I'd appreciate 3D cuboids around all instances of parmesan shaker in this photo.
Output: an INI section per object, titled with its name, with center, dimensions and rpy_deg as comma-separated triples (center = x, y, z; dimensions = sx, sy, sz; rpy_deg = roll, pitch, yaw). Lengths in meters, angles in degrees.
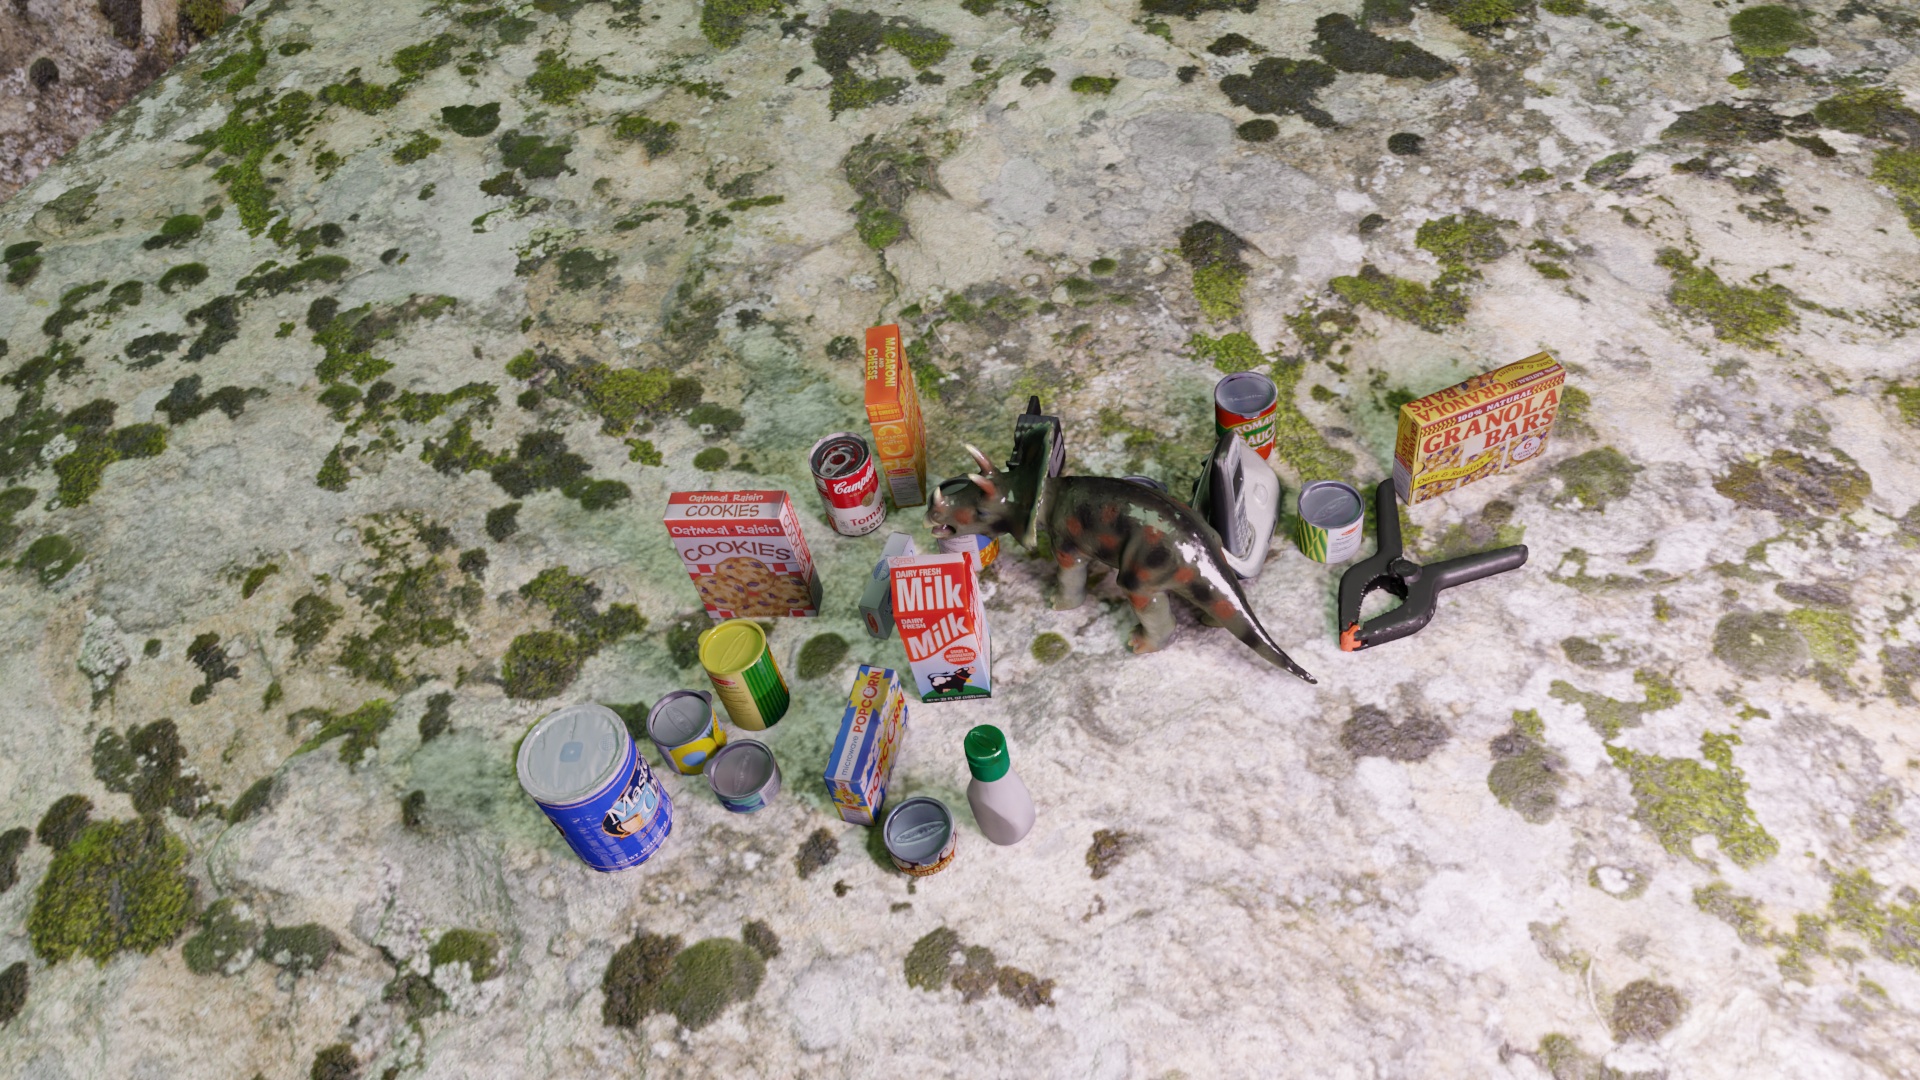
[parmesan shaker]
center = -0.215, 0.133, 1.378
dimensions = 0.071, 0.102, 0.072
rpy_deg = -6, 50, 7

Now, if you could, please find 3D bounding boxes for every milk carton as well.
[milk carton]
center = -0.018, 0.073, 1.333
dimensions = 0.072, 0.189, 0.074
rpy_deg = -5, 50, 7

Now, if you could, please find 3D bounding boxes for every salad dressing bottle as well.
[salad dressing bottle]
center = 0.031, 0.217, 1.230
dimensions = 0.064, 0.147, 0.044
rpy_deg = 27, 60, 29

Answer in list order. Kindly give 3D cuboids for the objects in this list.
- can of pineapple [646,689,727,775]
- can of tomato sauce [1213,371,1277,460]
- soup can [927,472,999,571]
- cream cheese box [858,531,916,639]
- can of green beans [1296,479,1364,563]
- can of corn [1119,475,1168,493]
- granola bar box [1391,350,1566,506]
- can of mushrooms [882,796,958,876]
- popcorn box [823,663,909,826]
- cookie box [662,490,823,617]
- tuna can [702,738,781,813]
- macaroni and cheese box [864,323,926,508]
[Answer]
[can of pineapple]
center = -0.267, 0.189, 1.371
dimensions = 0.071, 0.057, 0.071
rpy_deg = -5, 50, 7
[can of tomato sauce]
center = 0.311, -0.130, 1.511
dimensions = 0.071, 0.082, 0.071
rpy_deg = -5, 50, 7
[soup can]
center = 0.005, -0.018, 1.475
dimensions = 0.071, 0.083, 0.072
rpy_deg = -5, 50, 7
[cream cheese box]
center = -0.075, 0.047, 1.456
dimensions = 0.024, 0.053, 0.104
rpy_deg = 9, 53, 18
[can of green beans]
center = 0.377, -0.019, 1.421
dimensions = 0.071, 0.057, 0.071
rpy_deg = -5, 50, 7
[can of corn]
center = 0.186, -0.026, 1.464
dimensions = 0.071, 0.058, 0.071
rpy_deg = -5, 50, 7
[granola bar box]
center = 0.530, -0.113, 1.427
dimensions = 0.166, 0.123, 0.039
rpy_deg = -21, 50, -7
[can of mushrooms]
center = -0.035, 0.273, 1.271
dimensions = 0.071, 0.033, 0.071
rpy_deg = -5, 50, 7
[popcorn box]
center = -0.087, 0.193, 1.314
dimensions = 0.038, 0.084, 0.127
rpy_deg = 5, 52, 15
[cookie box]
center = -0.221, 0.015, 1.436
dimensions = 0.123, 0.166, 0.040
rpy_deg = -1, 51, 10
[tuna can]
center = -0.211, 0.228, 1.343
dimensions = 0.071, 0.032, 0.071
rpy_deg = -5, 50, 7
[macaroni and cheese box]
center = -0.070, -0.137, 1.535
dimensions = 0.040, 0.165, 0.124
rpy_deg = -7, 50, 5
